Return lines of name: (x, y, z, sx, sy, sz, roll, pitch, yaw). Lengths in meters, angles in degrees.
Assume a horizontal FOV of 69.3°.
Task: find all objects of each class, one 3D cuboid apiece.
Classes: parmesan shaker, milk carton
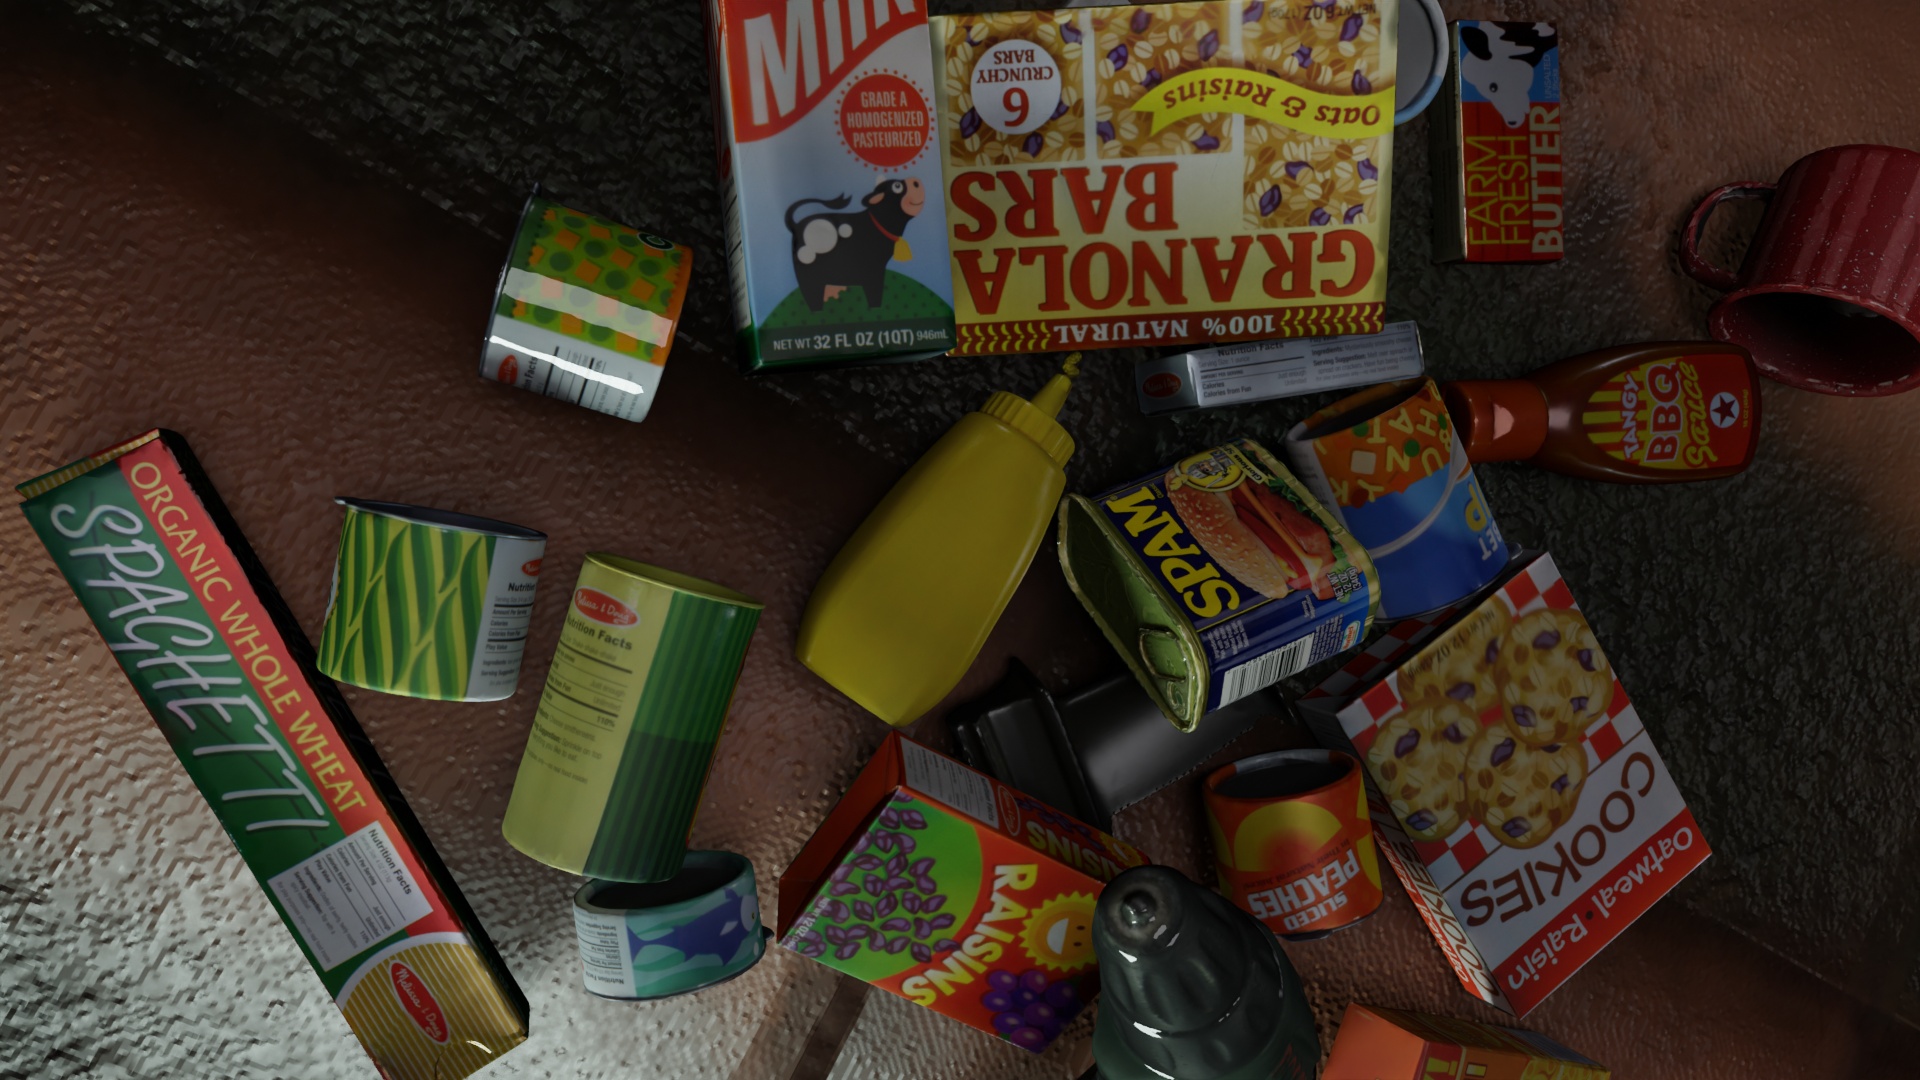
parmesan shaker: (-0.119, 0.062, 0.500, 0.071, 0.071, 0.103, 17, 89, -16)
milk carton: (-0.051, -0.158, 0.501, 0.072, 0.073, 0.190, -7, 95, -14)

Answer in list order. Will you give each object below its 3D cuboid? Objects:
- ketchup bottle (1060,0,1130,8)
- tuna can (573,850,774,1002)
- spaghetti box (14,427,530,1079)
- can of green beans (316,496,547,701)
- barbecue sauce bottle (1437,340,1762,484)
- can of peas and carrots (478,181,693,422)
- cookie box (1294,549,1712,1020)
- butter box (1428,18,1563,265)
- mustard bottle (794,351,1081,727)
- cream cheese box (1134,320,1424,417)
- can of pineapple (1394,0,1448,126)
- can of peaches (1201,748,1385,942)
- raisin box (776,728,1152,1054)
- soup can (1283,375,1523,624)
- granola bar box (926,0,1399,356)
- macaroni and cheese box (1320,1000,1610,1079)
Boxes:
ketchup bottle: (0.094, -0.160, 0.558, 0.148, 0.043, 0.065, 43, 90, -14)
tuna can: (-0.103, 0.138, 0.506, 0.071, 0.071, 0.032, -9, 95, -15)
spaghetti box: (-0.233, 0.081, 0.485, 0.050, 0.028, 0.249, -29, 100, -12)
can of green beans: (-0.181, 0.020, 0.477, 0.071, 0.071, 0.058, 11, 91, -16)
barbecue sauce bottle: (0.280, -0.055, 0.617, 0.149, 0.043, 0.064, -4, 95, -15)
can of peas and carrots: (-0.130, -0.083, 0.487, 0.059, 0.071, 0.071, 16, 89, -17)
cookie box: (0.243, 0.106, 0.617, 0.123, 0.040, 0.167, -35, 100, -11)
butter box: (0.234, -0.172, 0.607, 0.053, 0.024, 0.103, -5, 94, -15)
mustard bottle: (0.002, -0.007, 0.537, 0.065, 0.049, 0.160, 38, 82, -14)
cream cheese box: (0.130, -0.070, 0.568, 0.104, 0.053, 0.024, -10, 95, -15)
can of pineapple: (0.153, -0.194, 0.565, 0.071, 0.058, 0.071, -1, 94, -16)
can of peaches: (0.136, 0.123, 0.571, 0.071, 0.071, 0.058, -13, 96, -15)
raisin box: (0.004, 0.136, 0.531, 0.123, 0.040, 0.086, 29, 109, -20)
soup can: (0.183, -0.019, 0.578, 0.071, 0.071, 0.083, -29, 100, -12)
granola bar box: (0.074, -0.136, 0.520, 0.166, 0.039, 0.123, -3, 109, 1)
macaroni and cheese box: (0.202, 0.265, 0.582, 0.166, 0.040, 0.123, 23, 86, -39)
